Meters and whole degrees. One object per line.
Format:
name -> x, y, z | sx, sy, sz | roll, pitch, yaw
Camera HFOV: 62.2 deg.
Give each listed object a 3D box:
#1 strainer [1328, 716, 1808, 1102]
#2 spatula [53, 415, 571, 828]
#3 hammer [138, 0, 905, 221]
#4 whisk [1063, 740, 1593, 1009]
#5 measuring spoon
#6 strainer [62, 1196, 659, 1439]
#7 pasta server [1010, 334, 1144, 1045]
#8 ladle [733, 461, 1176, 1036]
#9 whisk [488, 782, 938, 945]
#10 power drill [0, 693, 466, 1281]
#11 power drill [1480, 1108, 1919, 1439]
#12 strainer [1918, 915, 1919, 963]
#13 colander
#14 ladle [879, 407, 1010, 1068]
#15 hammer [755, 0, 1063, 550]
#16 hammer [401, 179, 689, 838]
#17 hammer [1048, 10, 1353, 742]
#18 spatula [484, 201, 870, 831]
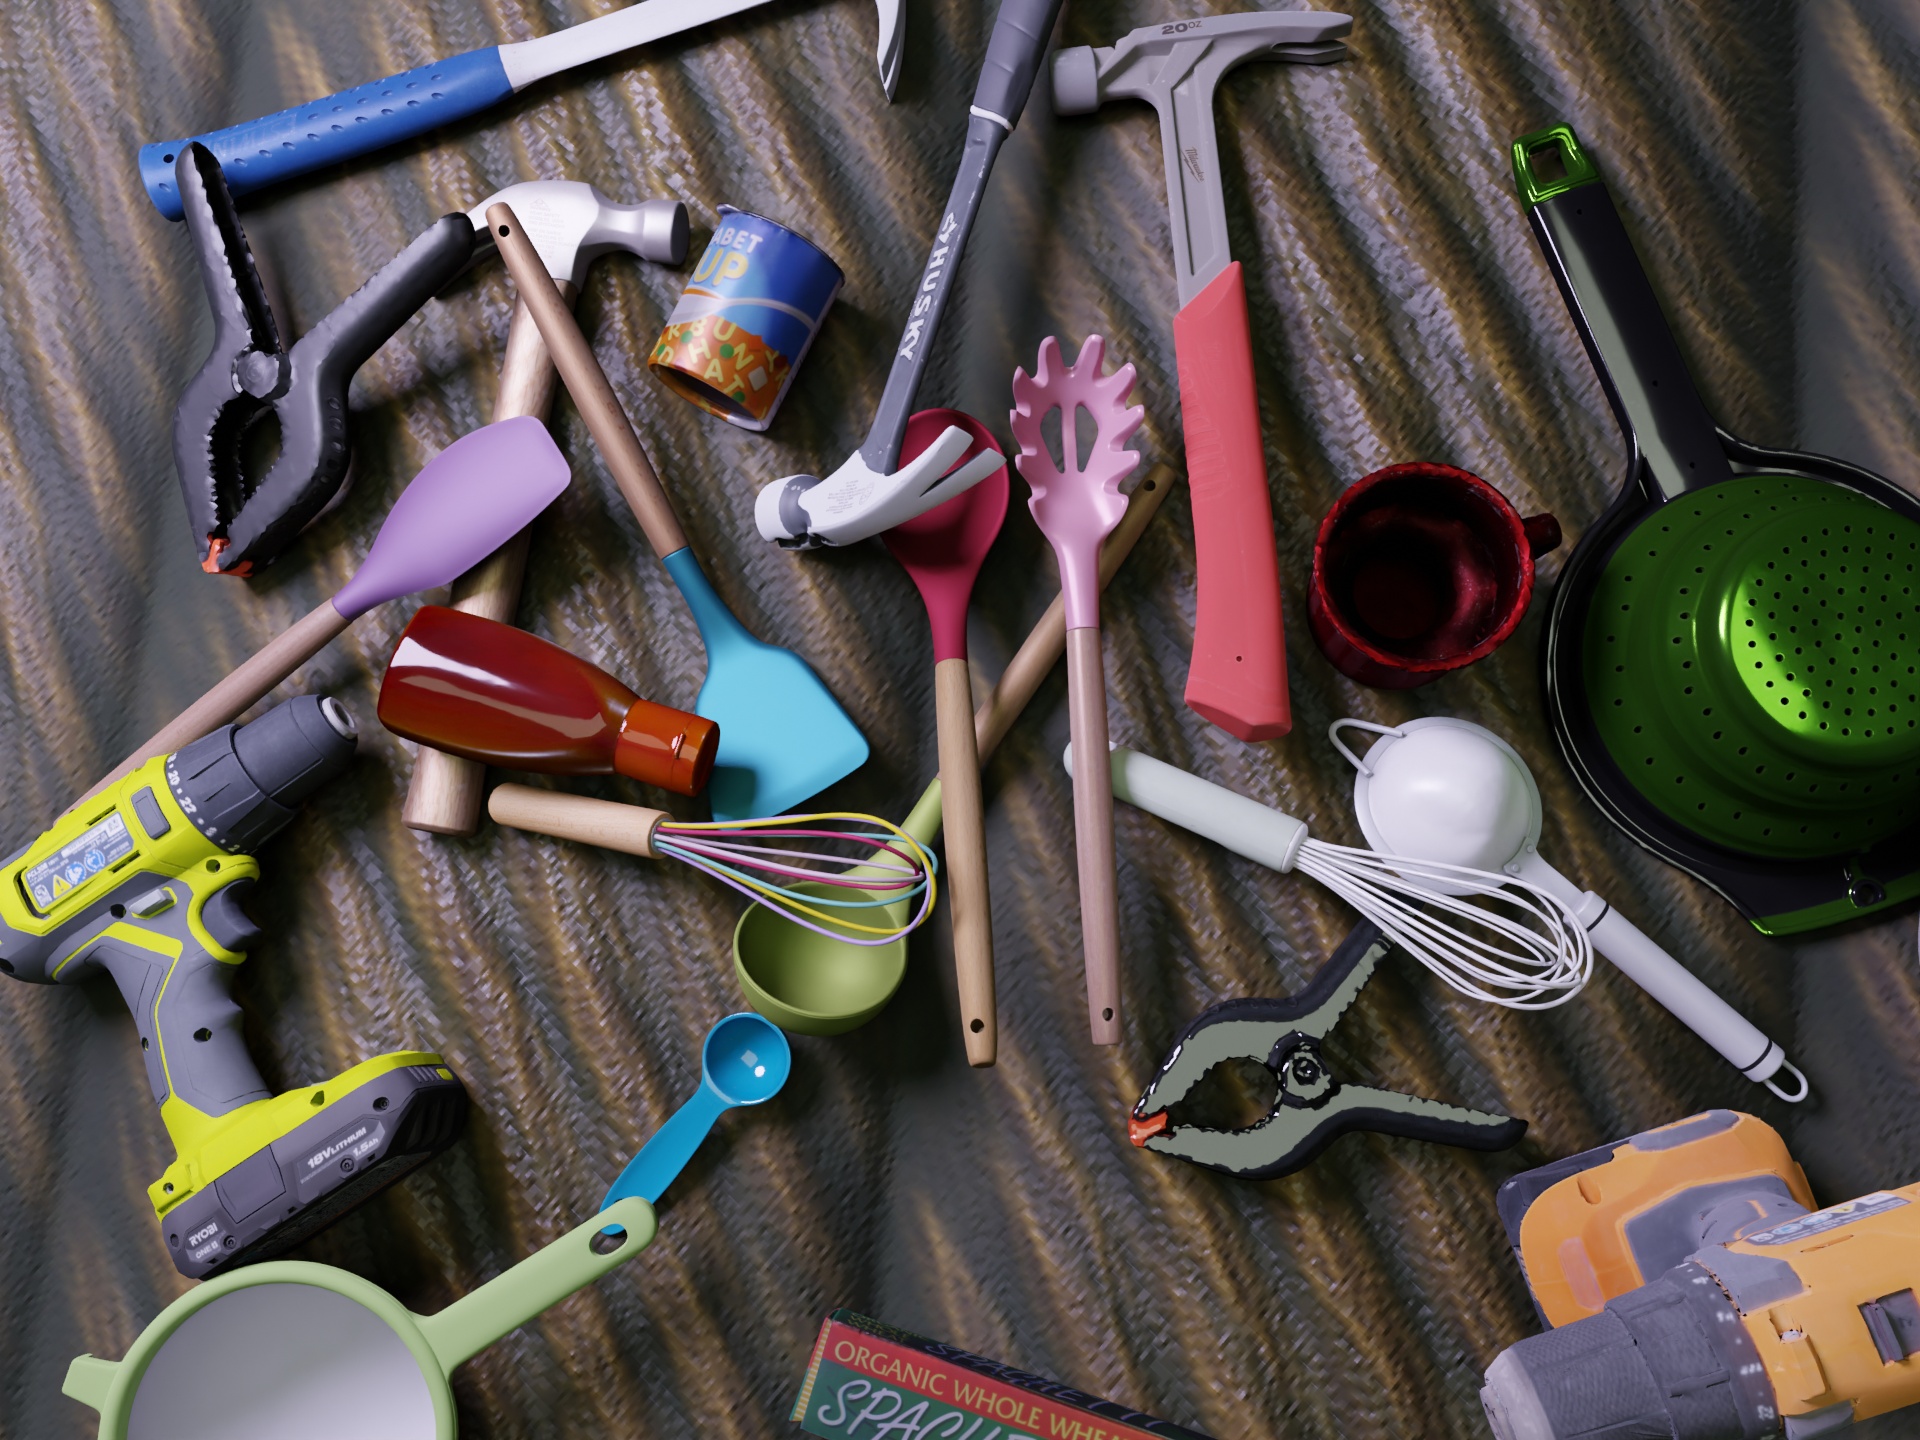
strainer -> 0.274, 0.079, 0.709 | 0.258, 0.050, 0.087 | 41, 72, 6
spatula -> -0.318, -0.040, 0.767 | 0.316, 0.018, 0.060 | -37, 74, 7
hammer -> -0.222, -0.334, 0.817 | 0.405, 0.035, 0.144 | -18, 80, 2
whisk -> 0.155, 0.060, 0.701 | 0.246, 0.058, 0.059 | 24, 120, 22
measuring spoon -> -0.124, 0.188, 0.739 | 0.042, 0.021, 0.128 | 41, 95, 9
strainer -> -0.245, 0.282, 0.706 | 0.256, 0.069, 0.151 | -31, 86, -6
pasta server -> 0.057, -0.015, 0.713 | 0.060, 0.040, 0.316 | -2, 82, -2
ladle -> 0.007, 0.006, 0.735 | 0.078, 0.062, 0.320 | 32, 82, 19
whisk -> -0.115, 0.051, 0.709 | 0.245, 0.047, 0.051 | 8, 48, 28
power drill -> -0.328, 0.116, 0.735 | 0.190, 0.080, 0.229 | -33, 77, 0
power drill -> 0.267, 0.212, 0.591 | 0.185, 0.226, 0.084 | -19, 80, 2
strainer -> 0.398, 0.116, 0.574 | 0.095, 0.210, 0.340 | 11, 55, 28
colander -> 0.341, -0.105, 0.703 | 0.204, 0.094, 0.397 | -19, 80, 1
ladle -> -0.001, -0.002, 0.709 | 0.069, 0.031, 0.316 | -11, 63, 13
hammer -> 0.012, -0.273, 0.760 | 0.036, 0.149, 0.409 | 26, 74, -35
hammer -> -0.227, -0.108, 0.784 | 0.130, 0.031, 0.331 | 9, 82, 6
hammer -> 0.130, -0.168, 0.749 | 0.149, 0.036, 0.359 | -5, 76, 4
spatula -> -0.148, -0.103, 0.753 | 0.082, 0.044, 0.317 | -28, 93, 5
